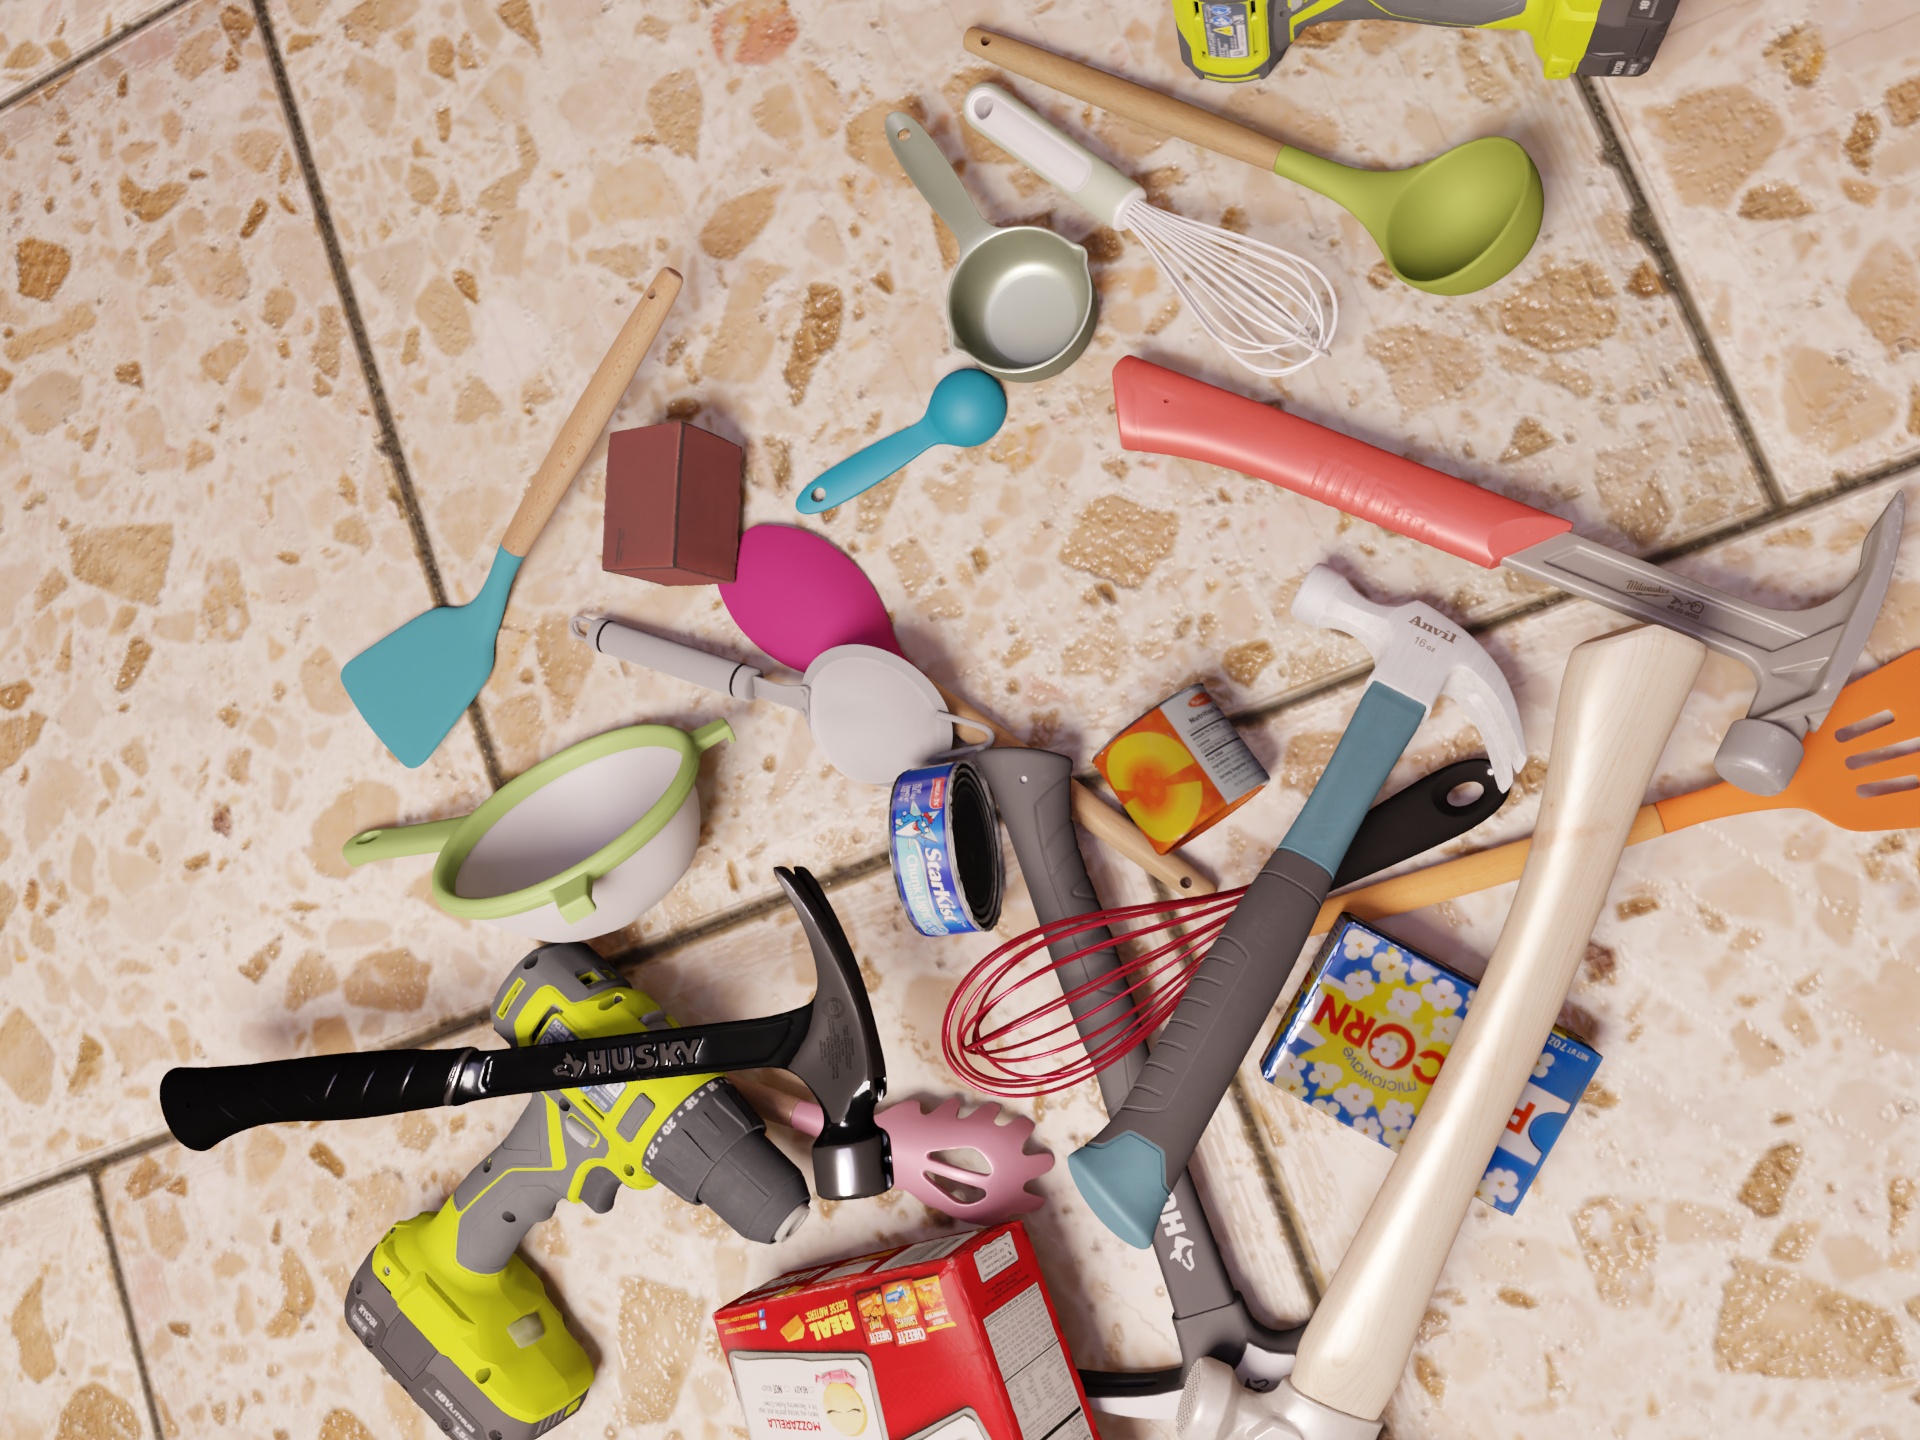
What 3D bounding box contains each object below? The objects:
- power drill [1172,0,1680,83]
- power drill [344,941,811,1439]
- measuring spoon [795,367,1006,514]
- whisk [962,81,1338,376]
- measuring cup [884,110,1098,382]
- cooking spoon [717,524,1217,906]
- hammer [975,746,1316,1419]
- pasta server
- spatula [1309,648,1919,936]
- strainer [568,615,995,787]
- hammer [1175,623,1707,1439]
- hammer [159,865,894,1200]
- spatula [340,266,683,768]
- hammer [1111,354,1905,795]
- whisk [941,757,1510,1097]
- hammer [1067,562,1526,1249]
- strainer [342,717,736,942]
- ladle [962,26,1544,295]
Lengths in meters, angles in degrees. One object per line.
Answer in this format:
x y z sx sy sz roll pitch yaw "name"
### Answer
0.204 -0.350 0.716 0.223 0.171 0.080 4 87 12 "power drill"
-0.196 0.254 0.813 0.191 0.080 0.228 38 102 18 "power drill"
-0.035 -0.145 0.841 0.128 0.021 0.042 -29 79 10 "measuring spoon"
0.091 -0.254 0.803 0.246 0.059 0.057 42 114 19 "whisk"
0.010 -0.249 0.830 0.083 0.038 0.168 -35 76 11 "measuring cup"
-0.001 -0.003 0.823 0.319 0.017 0.069 36 98 15 "cooking spoon"
0.073 0.169 0.769 0.146 0.035 0.335 -20 84 9 "hammer"
-0.106 0.198 0.835 0.316 0.040 0.060 13 89 20 "pasta server"
0.298 0.053 0.735 0.322 0.041 0.081 -19 80 17 "spatula"
-0.107 -0.015 0.837 0.258 0.050 0.086 18 128 24 "strainer"
0.234 0.157 0.688 0.146 0.038 0.410 21 97 6 "hammer"
-0.227 0.167 0.774 0.409 0.036 0.149 -10 81 20 "hammer"
-0.238 -0.112 0.860 0.082 0.044 0.317 47 116 19 "spatula"
0.236 -0.104 0.747 0.359 0.036 0.149 26 77 19 "hammer"
0.125 0.088 0.728 0.296 0.073 0.073 -26 79 -9 "whisk"
0.141 0.074 0.688 0.128 0.033 0.331 28 62 15 "hammer"
-0.234 0.078 0.854 0.256 0.151 0.069 -9 121 33 "strainer"
0.134 -0.294 0.790 0.320 0.062 0.078 29 94 18 "ladle"
